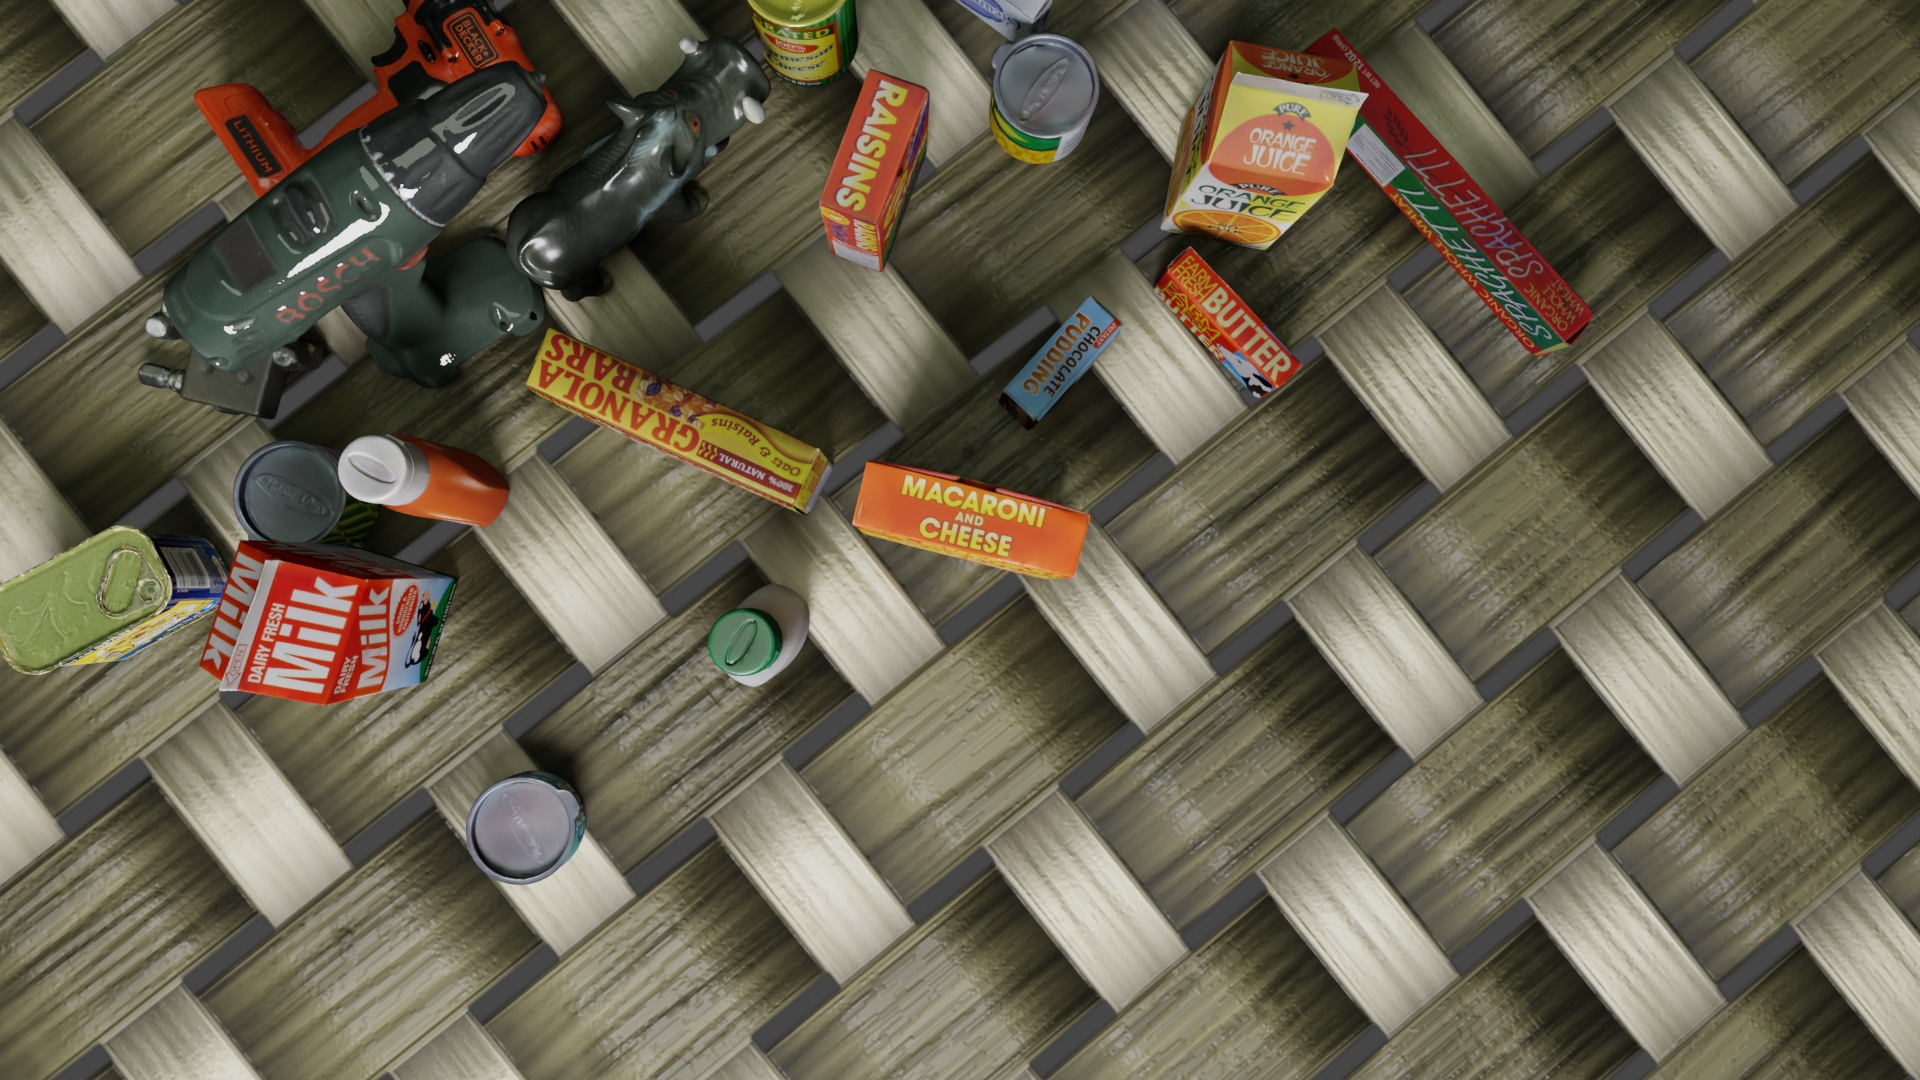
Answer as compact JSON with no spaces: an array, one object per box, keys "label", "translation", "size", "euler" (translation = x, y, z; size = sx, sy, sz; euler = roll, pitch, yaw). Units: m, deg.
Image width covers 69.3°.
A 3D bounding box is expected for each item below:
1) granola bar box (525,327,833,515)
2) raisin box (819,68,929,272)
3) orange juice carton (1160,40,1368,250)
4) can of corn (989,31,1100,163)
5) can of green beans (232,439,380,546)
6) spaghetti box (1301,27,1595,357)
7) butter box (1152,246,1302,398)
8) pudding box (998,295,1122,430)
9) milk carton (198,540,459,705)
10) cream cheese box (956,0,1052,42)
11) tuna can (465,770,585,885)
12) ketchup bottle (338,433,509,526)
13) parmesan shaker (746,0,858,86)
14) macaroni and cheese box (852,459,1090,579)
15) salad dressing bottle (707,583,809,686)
[{"label":"granola bar box","translation":[-0.162,-0.066,0.828],"size":[0.165,0.124,0.039],"euler":[24,87,-1]},{"label":"raisin box","translation":[-0.051,-0.219,0.840],"size":[0.040,0.123,0.086],"euler":[21,87,-1]},{"label":"orange juice carton","translation":[0.174,-0.233,0.814],"size":[0.072,0.192,0.073],"euler":[11,88,-2]},{"label":"can of corn","translation":[0.050,-0.280,0.879],"size":[0.071,0.058,0.071],"euler":[0,88,-2]},{"label":"can of green beans","translation":[-0.399,-0.026,0.851],"size":[0.071,0.058,0.071],"euler":[0,88,-2]},{"label":"spaghetti box","translation":[0.305,-0.220,0.890],"size":[0.029,0.050,0.250],"euler":[-42,90,-3]},{"label":"butter box","translation":[0.167,-0.136,0.879],"size":[0.024,0.053,0.103],"euler":[-43,90,-3]},{"label":"pudding box","translation":[0.063,-0.111,0.876],"size":[0.030,0.049,0.084],"euler":[42,87,0]},{"label":"milk carton","translation":[-0.358,0.044,0.783],"size":[0.073,0.190,0.072],"euler":[17,88,-1]},{"label":"cream cheese box","translation":[0.010,-0.359,0.883],"size":[0.104,0.053,0.024],"euler":[36,87,0]},{"label":"tuna can","translation":[-0.266,0.176,0.860],"size":[0.071,0.033,0.071],"euler":[0,88,-2]},{"label":"ketchup bottle","translation":[-0.314,-0.037,0.809],"size":[0.065,0.149,0.043],"euler":[28,87,-1]},{"label":"parmesan shaker","translation":[-0.094,-0.327,0.853],"size":[0.071,0.103,0.071],"euler":[0,88,-2]},{"label":"macaroni and cheese box","translation":[0.003,-0.010,0.811],"size":[0.124,0.166,0.040],"euler":[14,88,-1]},{"label":"salad dressing bottle","translation":[-0.118,0.056,0.813],"size":[0.044,0.147,0.064],"euler":[31,87,-1]}]
